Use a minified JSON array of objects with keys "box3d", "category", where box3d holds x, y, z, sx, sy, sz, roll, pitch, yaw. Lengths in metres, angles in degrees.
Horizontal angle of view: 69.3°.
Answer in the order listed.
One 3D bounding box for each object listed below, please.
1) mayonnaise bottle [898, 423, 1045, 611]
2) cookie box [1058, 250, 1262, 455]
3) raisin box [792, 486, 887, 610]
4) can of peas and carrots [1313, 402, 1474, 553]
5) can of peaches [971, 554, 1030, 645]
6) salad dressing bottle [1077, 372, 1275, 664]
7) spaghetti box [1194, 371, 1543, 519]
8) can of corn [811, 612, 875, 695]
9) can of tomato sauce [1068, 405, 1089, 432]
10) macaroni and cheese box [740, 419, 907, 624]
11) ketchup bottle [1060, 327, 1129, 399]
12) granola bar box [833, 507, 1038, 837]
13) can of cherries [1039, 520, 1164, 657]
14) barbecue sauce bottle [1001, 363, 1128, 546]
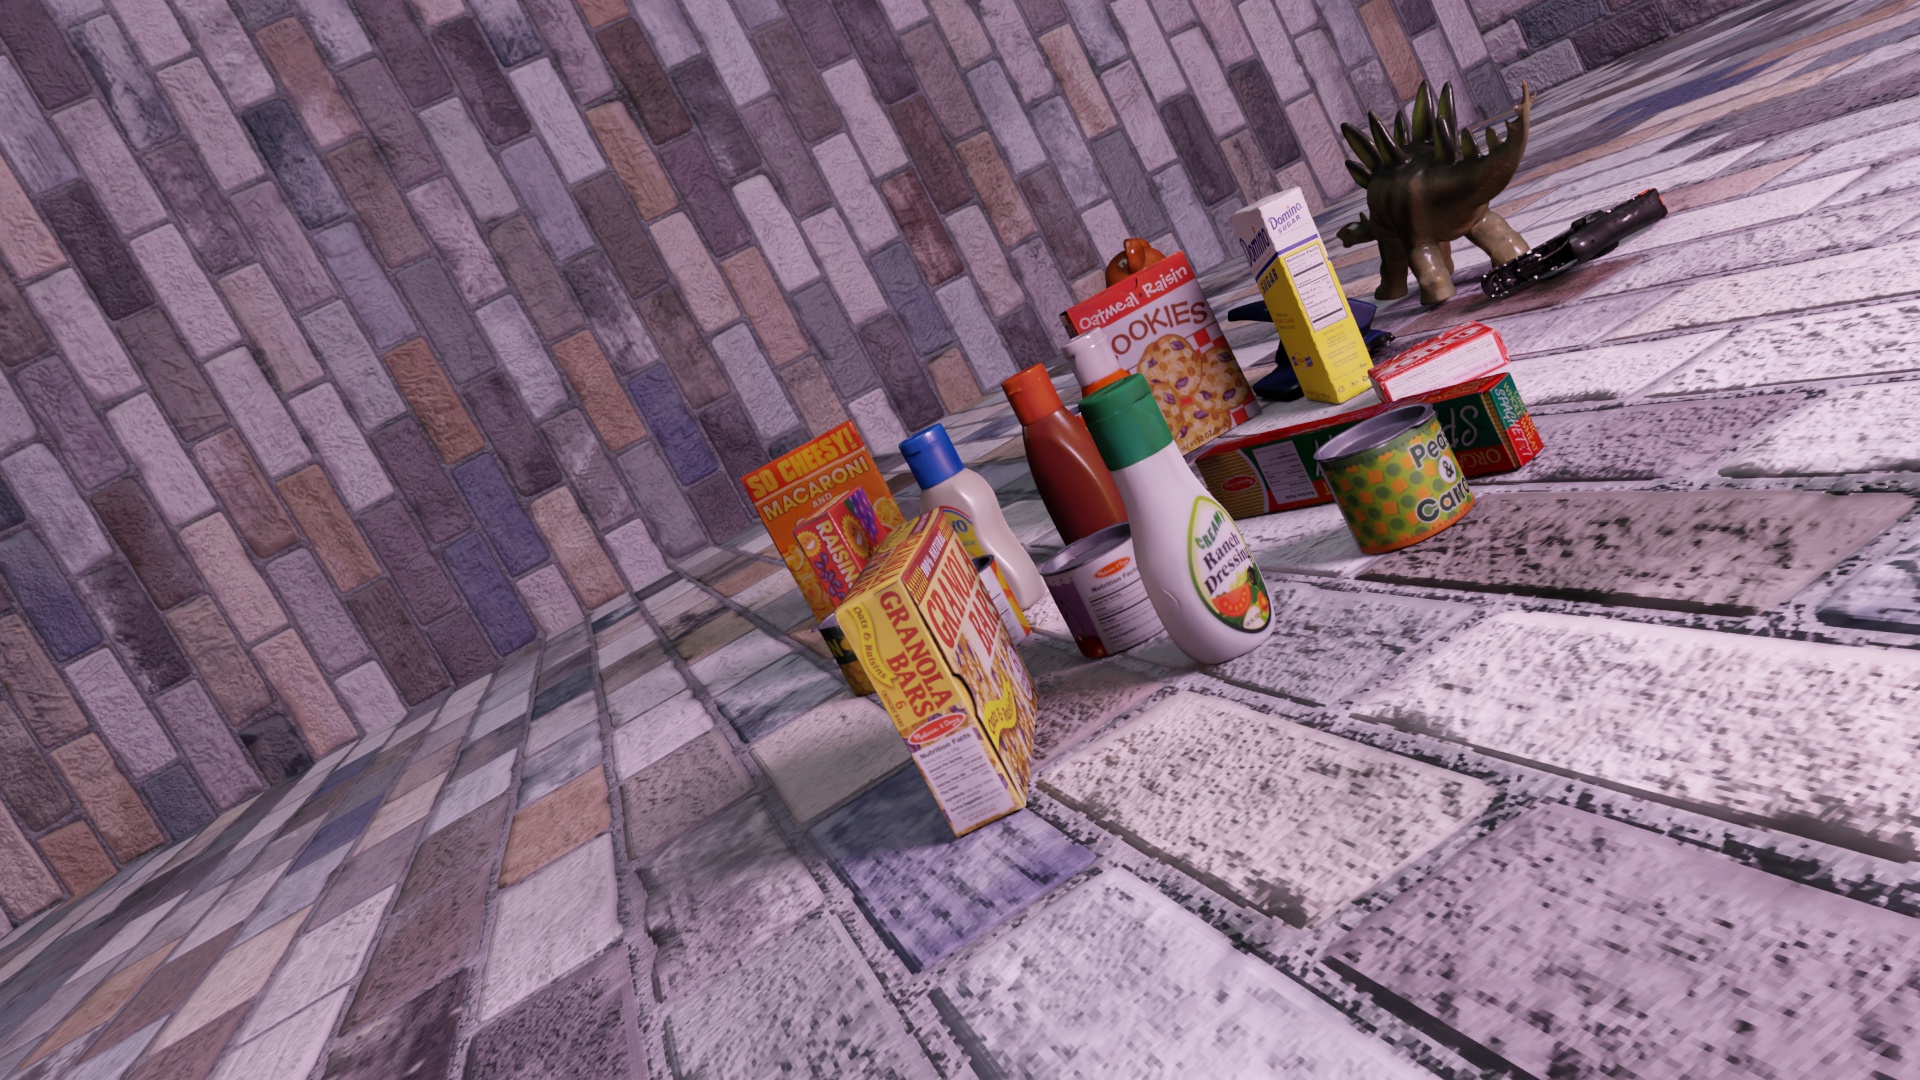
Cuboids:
[{"box3d":[0.004,-0.013,1.018,0.064,0.148,0.041,-20,11,42],"category":"mayonnaise bottle"},{"box3d":[0.183,-0.162,1.268,0.123,0.167,0.040,-29,8,-8],"category":"cookie box"},{"box3d":[-0.080,0.025,1.134,0.040,0.123,0.086,-25,9,21],"category":"raisin box"},{"box3d":[0.232,-0.034,0.738,0.071,0.058,0.071,-27,9,5],"category":"can of peas and carrots"},{"box3d":[0.006,0.050,0.946,0.071,0.058,0.071,-27,9,5],"category":"can of peaches"},{"box3d":[0.107,-0.011,0.698,0.044,0.147,0.064,-19,12,48],"category":"salad dressing bottle"},{"box3d":[0.240,-0.052,0.852,0.029,0.050,0.249,-32,10,-28],"category":"spaghetti box"},{"box3d":[-0.065,0.074,1.020,0.071,0.058,0.071,-27,9,5],"category":"can of corn"},{"box3d":[0.117,-0.078,1.263,0.071,0.083,0.071,-27,9,5],"category":"can of tomato sauce"},{"box3d":[-0.123,-0.018,1.369,0.124,0.166,0.040,-28,8,0],"category":"macaroni and cheese box"},{"box3d":[0.131,-0.101,1.133,0.044,0.148,0.064,-31,9,-20],"category":"ketchup bottle"},{"box3d":[-0.006,0.059,0.711,0.039,0.124,0.166,-26,9,10],"category":"granola bar box"},{"box3d":[0.088,0.028,0.819,0.071,0.058,0.071,-27,9,5],"category":"can of cherries"},{"box3d":[0.080,-0.064,1.079,0.064,0.148,0.044,-20,11,43],"category":"barbecue sauce bottle"}]
